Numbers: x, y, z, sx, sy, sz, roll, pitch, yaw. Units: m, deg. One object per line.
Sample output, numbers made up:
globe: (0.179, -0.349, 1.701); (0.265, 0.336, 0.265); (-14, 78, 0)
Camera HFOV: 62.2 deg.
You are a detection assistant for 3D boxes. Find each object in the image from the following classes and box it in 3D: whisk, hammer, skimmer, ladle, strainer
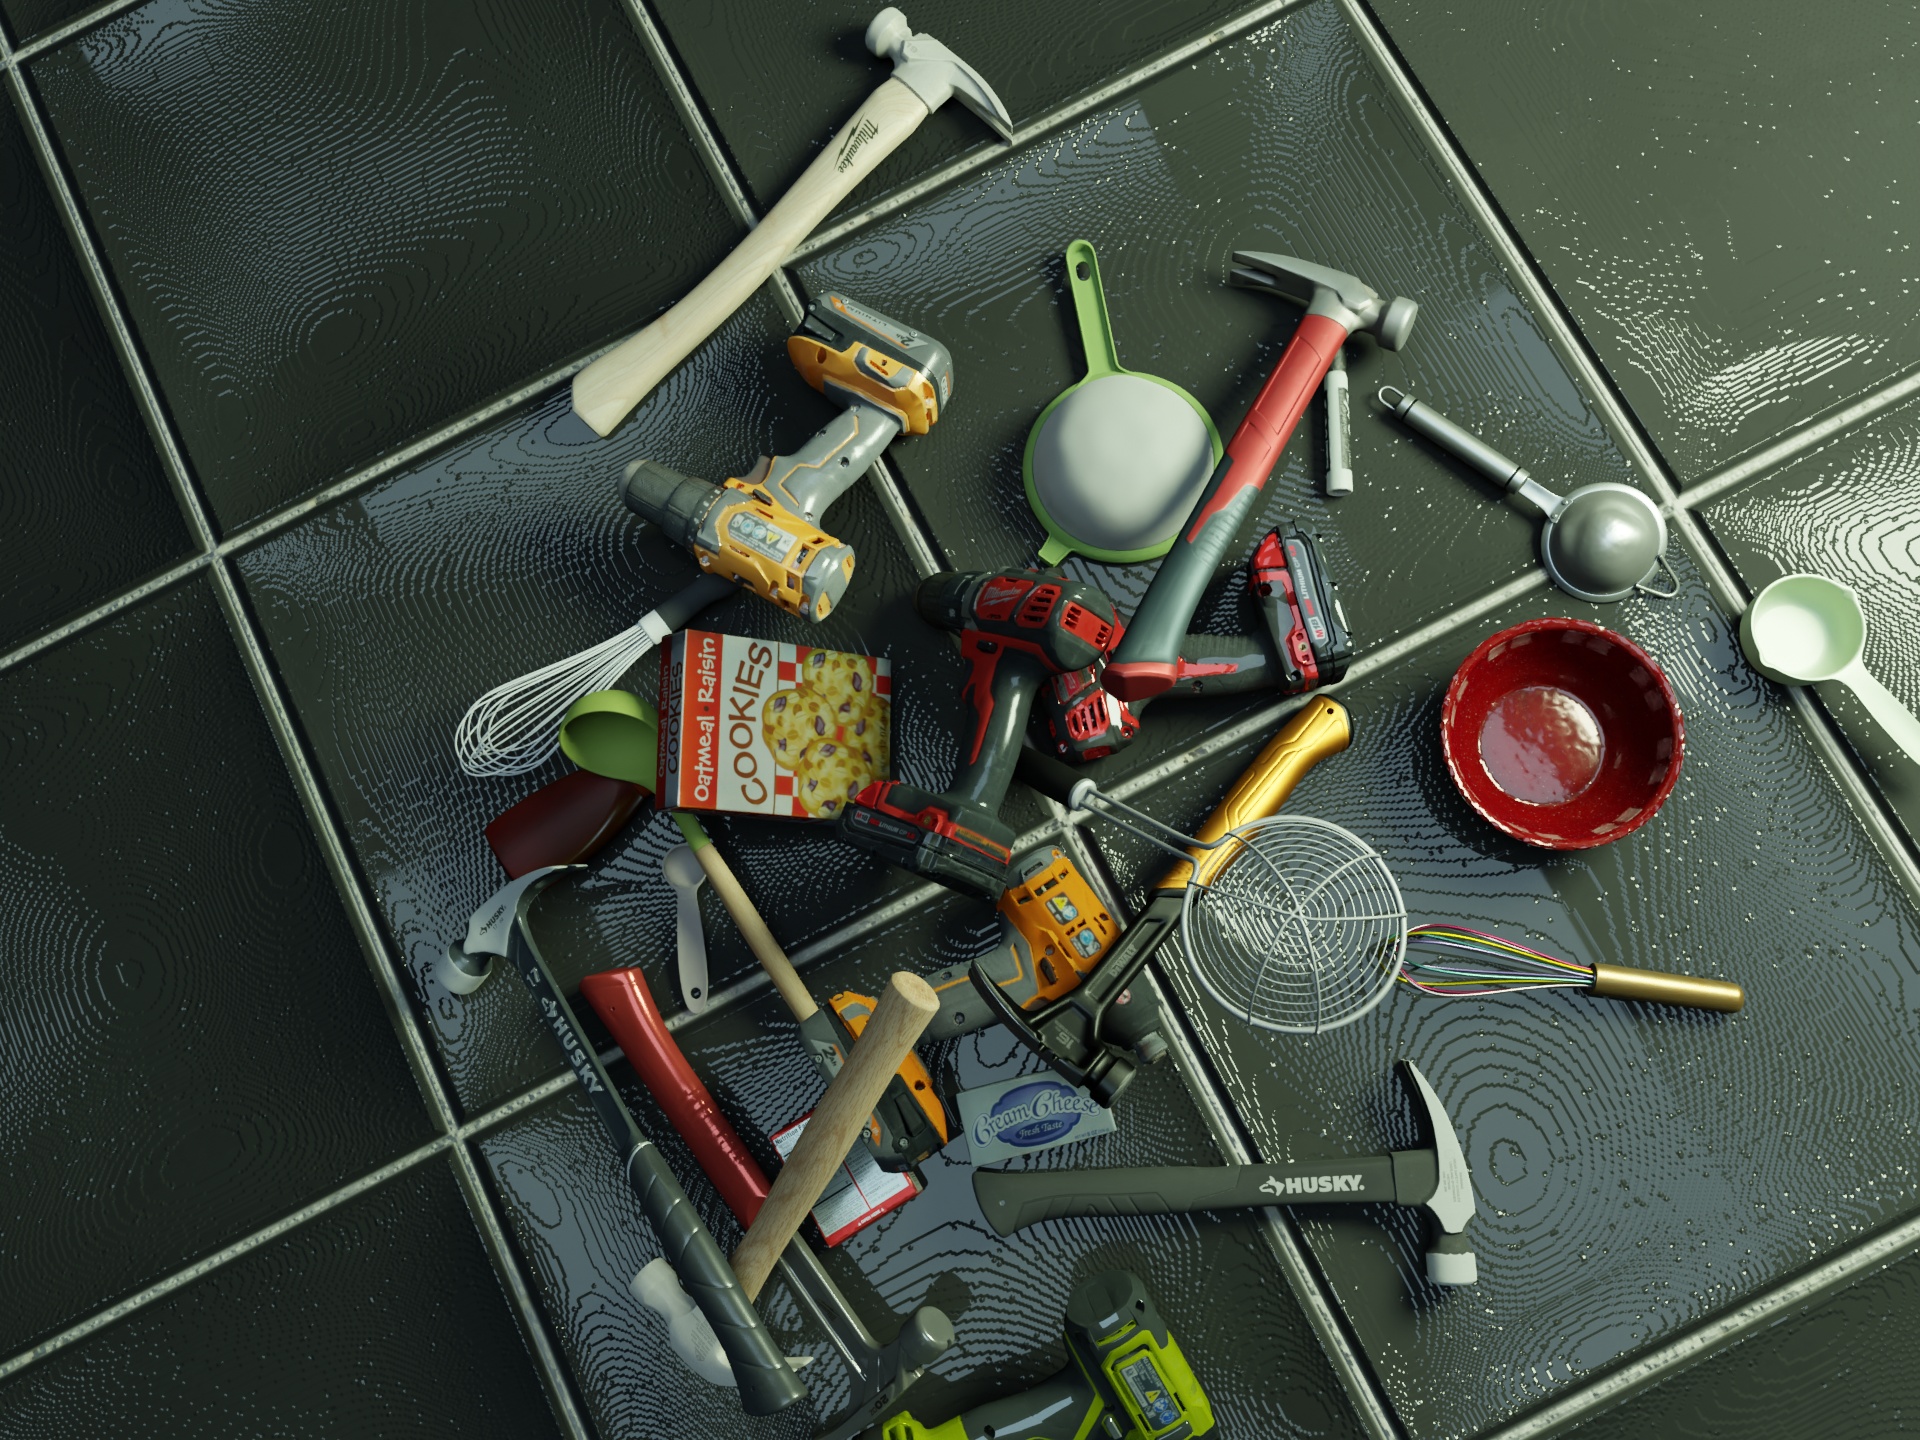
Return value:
whisk: (-0.254, -0.050, 1.187); (0.284, 0.070, 0.070); (-37, 78, -7)
hammer: (-0.141, -0.371, 1.246); (0.146, 0.038, 0.410); (43, 86, 10)
whisk: (0.409, 0.175, 1.090); (0.245, 0.051, 0.047); (8, 101, 3)
skimmer: (0.128, 0.083, 1.028); (0.127, 0.364, 0.090); (-51, 122, -7)
ladle: (-0.175, 0.117, 1.121); (0.078, 0.062, 0.320); (-32, 91, 35)
strainer: (0.111, -0.247, 1.179); (0.151, 0.069, 0.256); (-11, 80, 4)
hammer: (0.154, 0.097, 1.080); (0.127, 0.034, 0.337); (39, 68, 14)
hammer: (-0.159, 0.323, 1.103); (0.149, 0.036, 0.359); (-47, 71, 22)
hammer: (0.181, -0.177, 1.111); (0.143, 0.038, 0.386); (24, 65, 17)
hammer: (-0.220, 0.276, 1.065); (0.149, 0.036, 0.409); (-47, 66, 23)
hammer: (0.175, 0.313, 1.085); (0.335, 0.035, 0.146); (-4, 80, 5)
hammer: (-0.101, 0.300, 1.026); (0.130, 0.031, 0.331); (39, 112, 22)
strainer: (0.409, -0.168, 1.152); (0.258, 0.050, 0.087); (38, 99, 14)

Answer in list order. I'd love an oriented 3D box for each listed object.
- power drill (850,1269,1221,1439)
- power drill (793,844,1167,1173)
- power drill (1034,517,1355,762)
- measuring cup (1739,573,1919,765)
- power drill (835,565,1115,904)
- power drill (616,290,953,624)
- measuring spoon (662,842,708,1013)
power drill: (0.055, 0.481, 1.031); (0.223, 0.080, 0.171); (-29, 104, -2)
power drill: (0.021, 0.209, 1.080); (0.226, 0.084, 0.164); (-33, 70, -11)
power drill: (0.158, -0.064, 1.140); (0.219, 0.078, 0.143); (-16, 78, 5)
measuring cup: (0.614, -0.027, 1.106); (0.083, 0.038, 0.168); (-39, 80, -2)
power drill: (-0.002, -0.004, 1.107); (0.188, 0.080, 0.227); (16, 81, 52)
power drill: (-0.129, -0.204, 1.178); (0.185, 0.084, 0.226); (28, 76, 10)
measuring spoon: (-0.197, 0.152, 1.165); (0.034, 0.018, 0.124); (-5, 86, 4)
